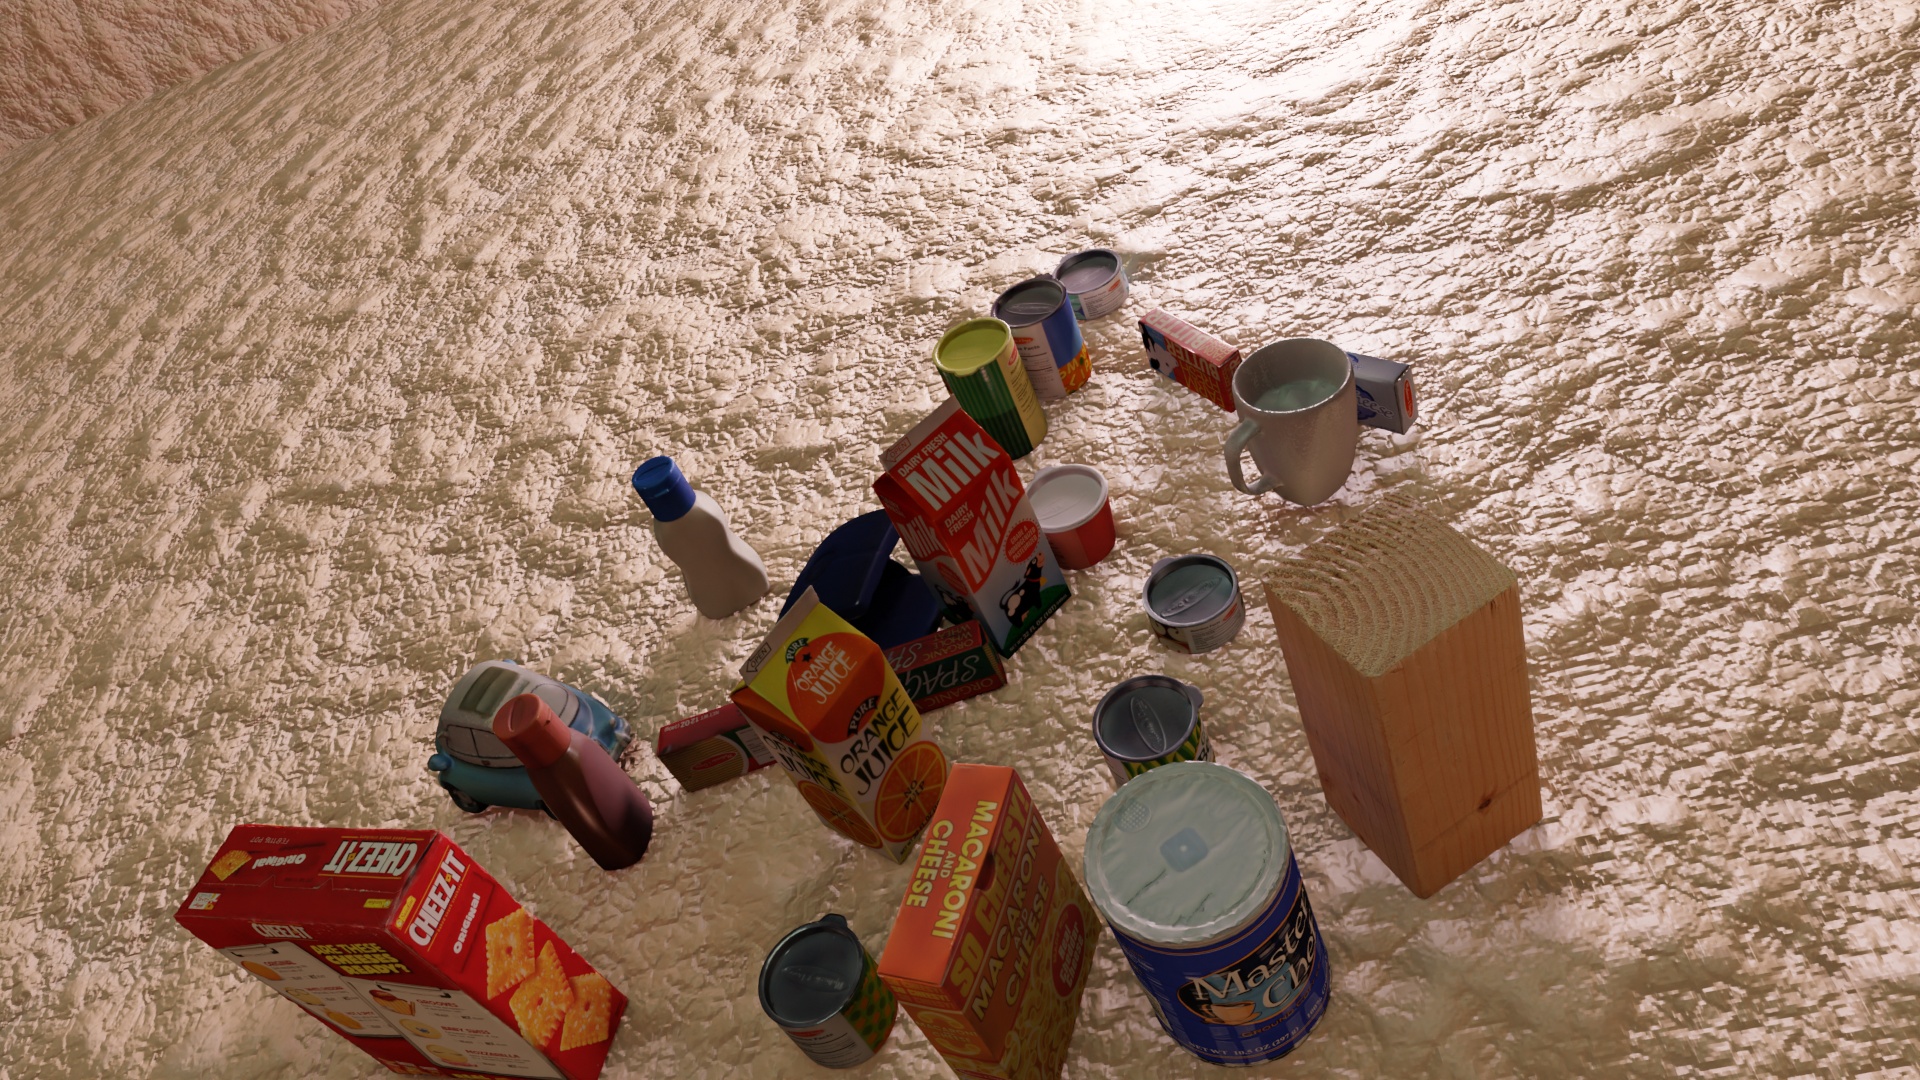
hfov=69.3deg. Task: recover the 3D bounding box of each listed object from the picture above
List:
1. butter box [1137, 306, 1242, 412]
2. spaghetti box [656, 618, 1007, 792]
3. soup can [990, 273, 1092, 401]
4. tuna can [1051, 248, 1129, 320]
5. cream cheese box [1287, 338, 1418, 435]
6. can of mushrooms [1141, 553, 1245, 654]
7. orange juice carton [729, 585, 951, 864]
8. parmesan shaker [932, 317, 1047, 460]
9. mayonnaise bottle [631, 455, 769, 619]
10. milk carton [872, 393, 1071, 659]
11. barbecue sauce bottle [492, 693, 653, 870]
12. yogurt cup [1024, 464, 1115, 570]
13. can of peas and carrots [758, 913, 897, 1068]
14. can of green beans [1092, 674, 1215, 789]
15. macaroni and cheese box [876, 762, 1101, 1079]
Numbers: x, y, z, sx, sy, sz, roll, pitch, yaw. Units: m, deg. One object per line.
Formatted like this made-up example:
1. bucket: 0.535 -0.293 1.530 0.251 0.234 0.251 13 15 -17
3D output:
1. butter box: 0.188 -0.146 1.118 0.024 0.053 0.104 -37 42 -12
2. spaghetti box: -0.091 0.118 0.986 0.250 0.050 0.029 -20 42 7
3. soup can: 0.071 -0.172 1.179 0.071 0.083 0.072 -14 43 13
4. tuna can: 0.116 -0.233 1.258 0.071 0.032 0.071 -14 43 13
5. cream cheese box: 0.287 -0.115 1.037 0.104 0.053 0.024 22 60 40
6. can of mushrooms: 0.159 0.042 0.953 0.071 0.033 0.071 -14 43 13
7. orange juice carton: -0.077 0.115 0.875 0.073 0.191 0.072 17 57 38
8. parmesan shaker: 0.025 -0.119 1.133 0.071 0.102 0.072 -14 43 13
9. mayonnaise bottle: -0.208 -0.003 1.094 0.065 0.147 0.041 -27 41 -1
10. milk carton: 0.003 -0.012 0.967 0.072 0.189 0.073 -43 44 -18
11. barbecue sauce bottle: -0.264 0.162 0.952 0.043 0.148 0.065 -18 42 9
12. yogurt cup: 0.083 -0.015 1.034 0.072 0.053 0.073 -14 43 13
13. can of peas and carrots: -0.076 0.266 0.820 0.071 0.058 0.071 -14 43 13
14. can of green beans: 0.122 0.127 0.866 0.071 0.057 0.071 -14 43 13
15. macaroni and cheese box: 0.022 0.216 0.741 0.040 0.165 0.124 0 47 27
